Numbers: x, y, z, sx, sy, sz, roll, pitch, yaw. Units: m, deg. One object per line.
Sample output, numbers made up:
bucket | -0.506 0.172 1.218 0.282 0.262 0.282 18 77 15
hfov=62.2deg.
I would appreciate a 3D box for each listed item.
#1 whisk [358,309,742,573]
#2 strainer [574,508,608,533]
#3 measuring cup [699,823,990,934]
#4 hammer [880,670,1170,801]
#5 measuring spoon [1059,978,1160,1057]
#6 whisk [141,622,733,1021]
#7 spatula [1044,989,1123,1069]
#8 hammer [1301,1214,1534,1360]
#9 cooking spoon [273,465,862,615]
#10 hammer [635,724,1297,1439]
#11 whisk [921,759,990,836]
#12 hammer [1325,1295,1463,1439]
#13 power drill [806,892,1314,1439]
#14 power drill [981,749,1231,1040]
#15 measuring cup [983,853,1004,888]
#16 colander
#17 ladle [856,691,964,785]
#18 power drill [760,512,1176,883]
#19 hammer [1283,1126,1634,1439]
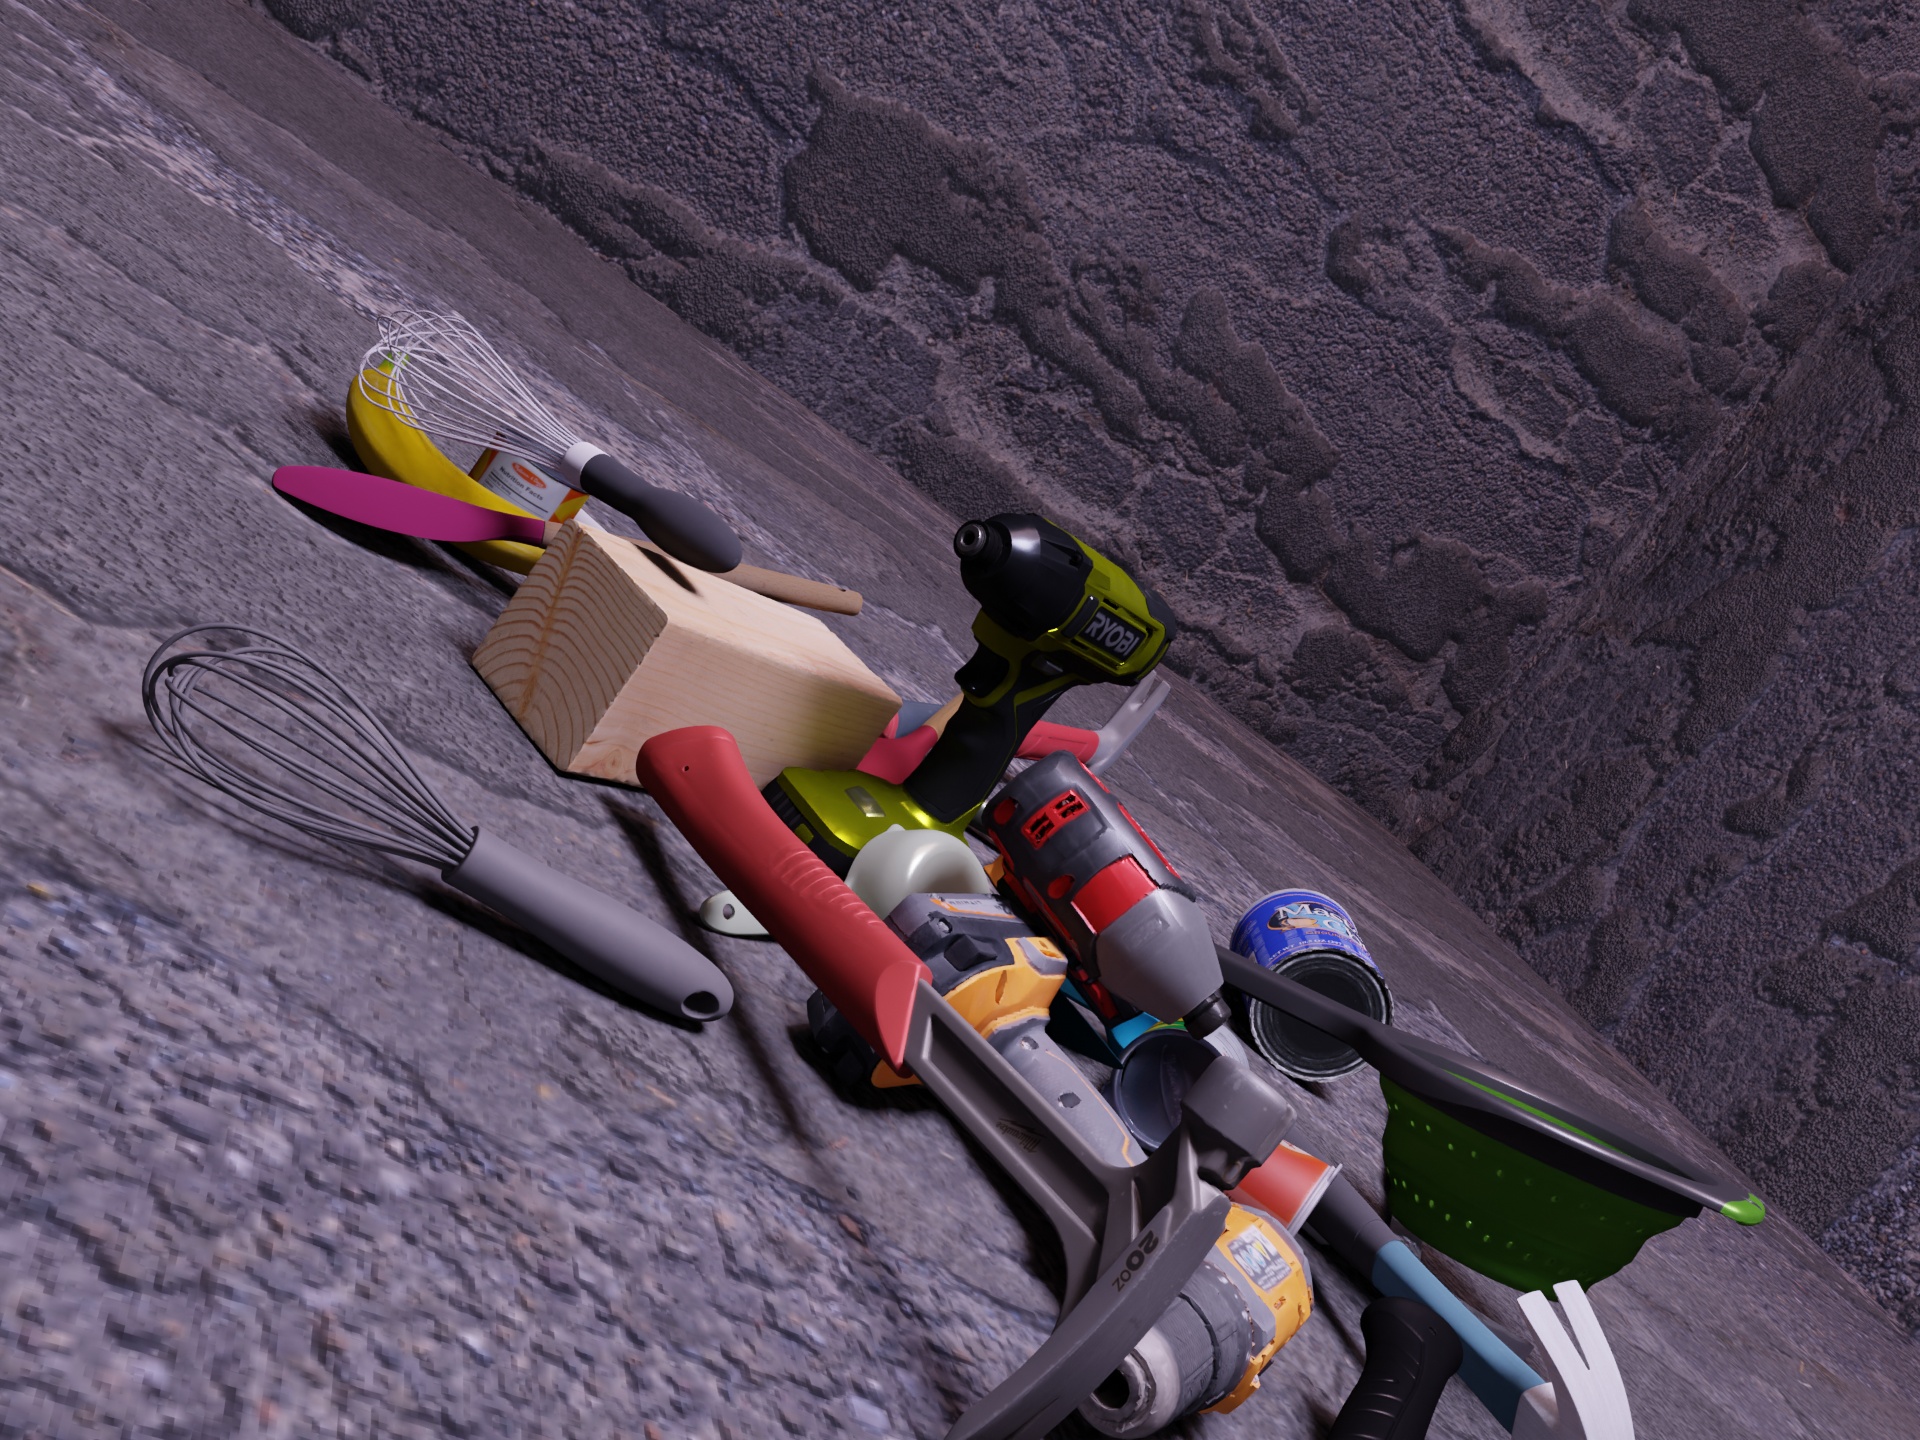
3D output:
whisk | -0.215 -0.146 0.828 0.285 0.070 0.070 32 7 26
strainer | -0.213 -0.094 1.013 0.259 0.050 0.086 40 3 37
measuring cup | -0.047 0.087 0.742 0.038 0.083 0.167 -10 -10 40
hammer | 0.043 0.001 1.245 0.038 0.143 0.386 46 17 24
measuring spoon | 0.067 0.166 0.932 0.129 0.021 0.042 33 32 15
whisk | -0.172 0.045 0.559 0.238 0.055 0.055 38 10 -28
spatula | 0.013 0.105 0.923 0.082 0.044 0.318 51 4 -23
hammer | 0.302 0.310 1.046 0.144 0.035 0.405 41 11 14
cooking spoon | -0.202 -0.096 0.862 0.318 0.017 0.069 11 21 -24
hammer | -0.044 0.102 0.608 0.359 0.149 0.036 37 -8 46
whisk | 0.063 0.093 1.133 0.246 0.059 0.058 31 0 -14
hammer | 0.134 0.278 0.544 0.146 0.035 0.334 43 18 18
power drill | 0.037 0.175 0.635 0.226 0.084 0.185 48 14 21
power drill | 0.076 0.096 0.796 0.143 0.078 0.219 51 -3 11
measuring cup | 0.069 0.117 1.027 0.095 0.052 0.174 37 9 -9
colander | 0.240 0.225 0.919 0.397 0.094 0.204 23 1 33
ladle | -0.013 0.005 1.065 0.069 0.031 0.315 53 26 -1
power drill | -0.001 -0.003 0.835 0.080 0.223 0.171 46 13 34
hammer | 0.205 0.264 0.796 0.033 0.128 0.331 -6 24 -23
